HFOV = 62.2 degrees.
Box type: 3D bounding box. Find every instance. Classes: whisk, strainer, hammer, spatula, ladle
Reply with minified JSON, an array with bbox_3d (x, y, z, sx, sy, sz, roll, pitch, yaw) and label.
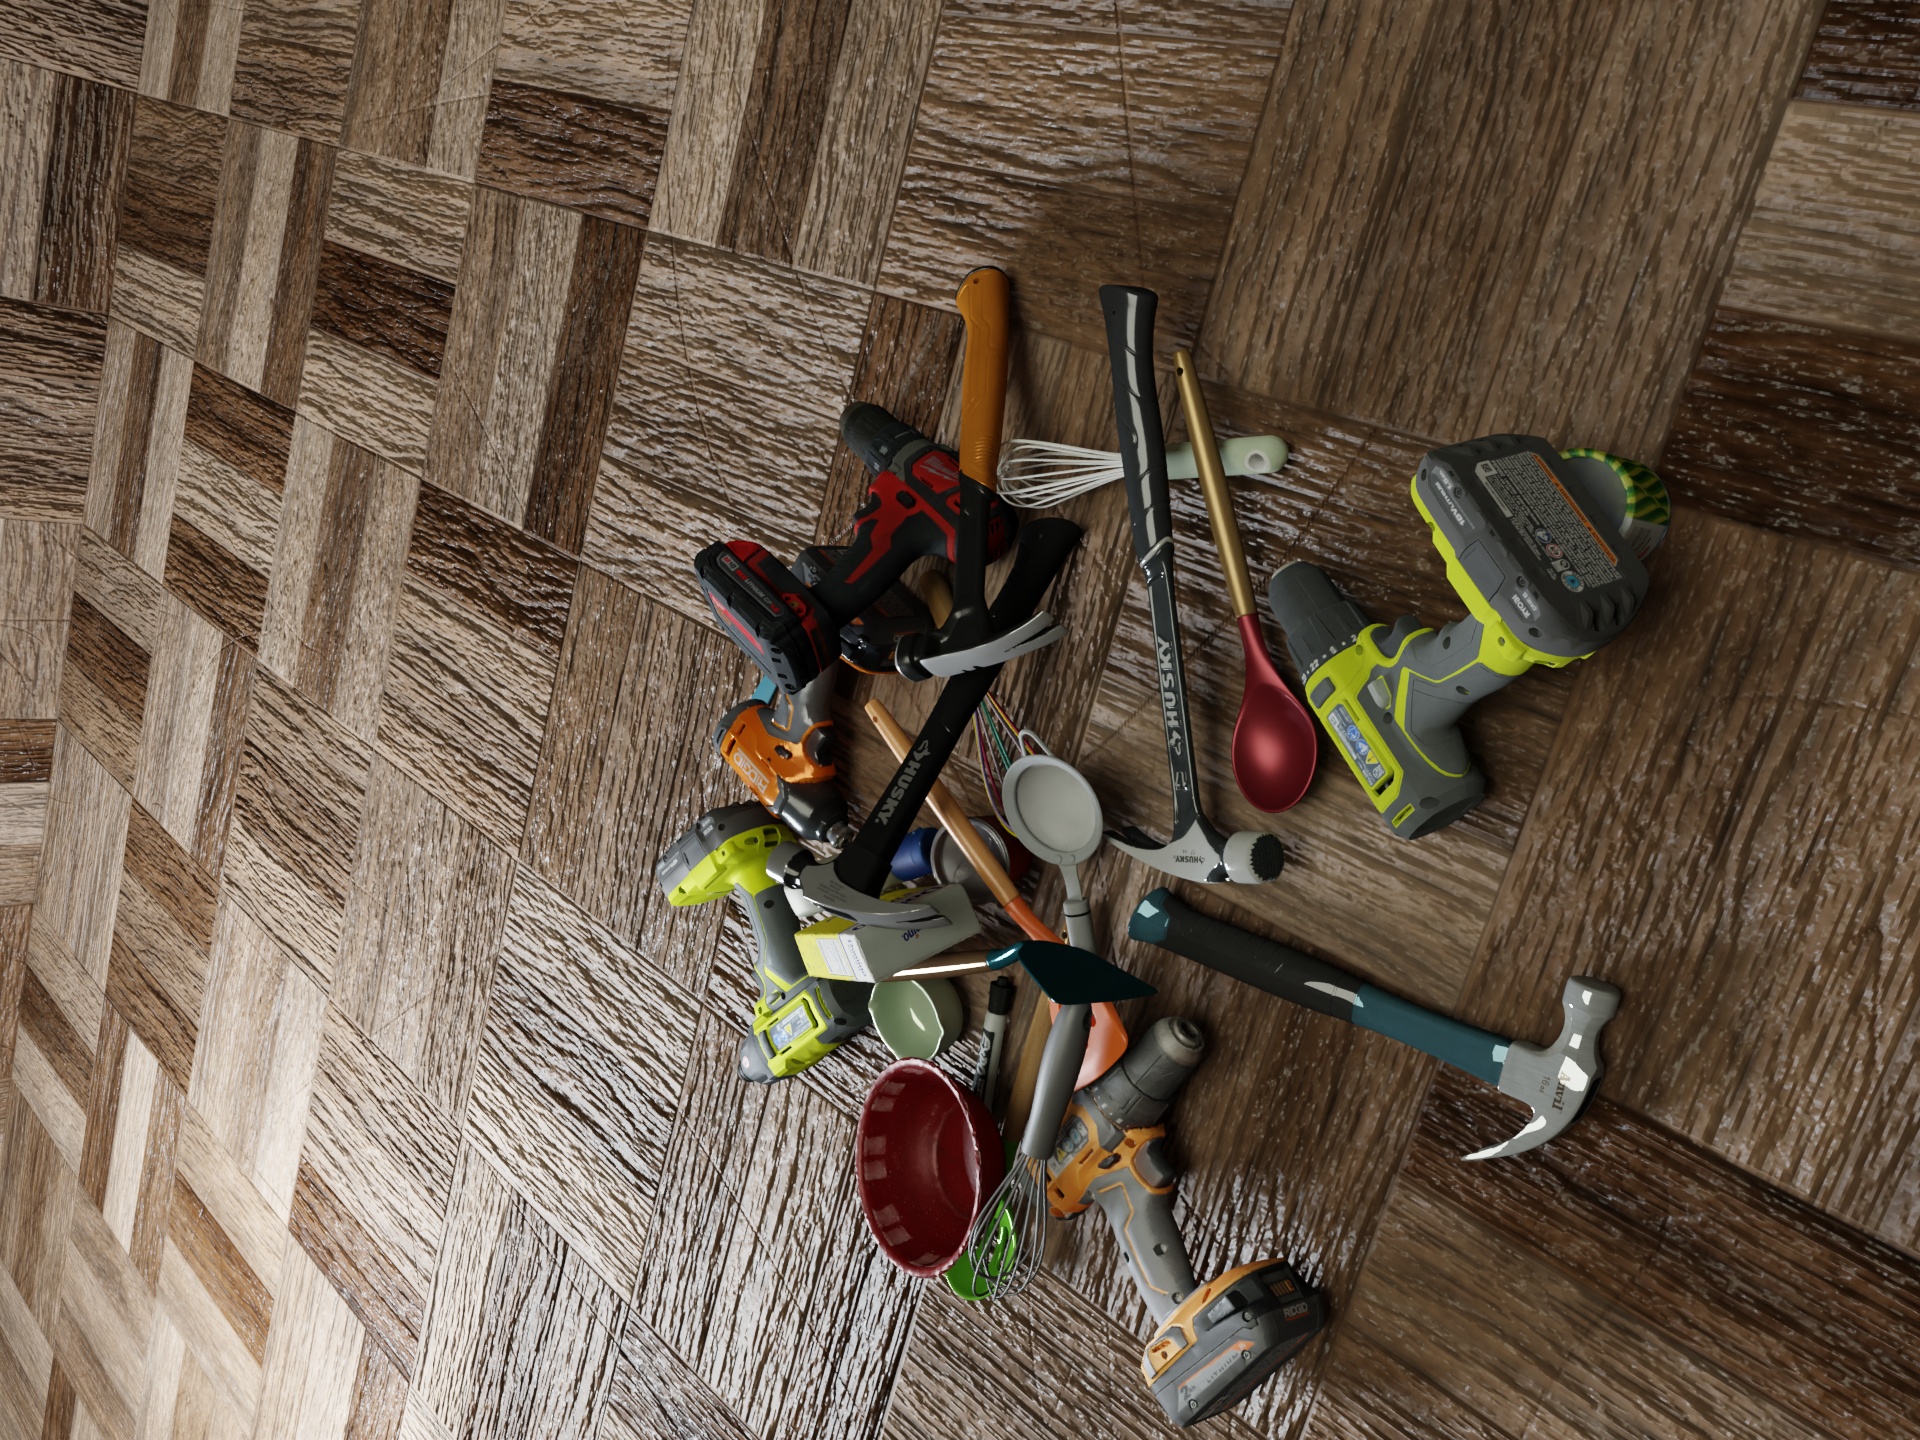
[{"bbox_3d":[0.051,0.298,1.105,0.055,0.055,0.239,25,106,39],"label":"whisk"},{"bbox_3d":[0.083,0.127,1.151,0.087,0.050,0.258,-3,101,41],"label":"strainer"},{"bbox_3d":[0.133,-0.093,1.080,0.149,0.036,0.409,-5,93,55],"label":"hammer"},{"bbox_3d":[0.018,0.115,1.154,0.323,0.041,0.081,54,134,15],"label":"spatula"},{"bbox_3d":[-0.002,-0.004,1.146,0.146,0.035,0.335,22,75,35],"label":"hammer"},{"bbox_3d":[0.020,-0.193,1.155,0.127,0.034,0.337,-14,60,32],"label":"hammer"},{"bbox_3d":[0.121,-0.183,1.132,0.246,0.059,0.057,3,129,38],"label":"whisk"},{"bbox_3d":[0.010,0.183,1.134,0.317,0.082,0.044,-18,75,56],"label":"spatula"},{"bbox_3d":[0.246,0.176,1.025,0.331,0.033,0.128,19,102,41],"label":"hammer"},{"bbox_3d":[0.183,-0.095,1.061,0.069,0.031,0.315,-15,87,44],"label":"ladle"},{"bbox_3d":[0.021,-0.014,1.229,0.047,0.051,0.245,-29,65,16],"label":"whisk"}]

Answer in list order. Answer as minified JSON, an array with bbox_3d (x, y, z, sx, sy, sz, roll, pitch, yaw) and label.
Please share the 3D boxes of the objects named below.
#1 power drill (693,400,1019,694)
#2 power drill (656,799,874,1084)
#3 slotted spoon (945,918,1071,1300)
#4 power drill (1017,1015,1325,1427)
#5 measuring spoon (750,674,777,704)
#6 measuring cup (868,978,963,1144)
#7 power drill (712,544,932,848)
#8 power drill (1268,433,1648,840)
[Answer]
[{"bbox_3d":[-0.092,-0.146,1.228,0.188,0.227,0.080,45,162,29],"label":"power drill"},{"bbox_3d":[-0.175,0.196,1.380,0.171,0.080,0.223,-41,67,37],"label":"power drill"},{"bbox_3d":[0.047,0.295,1.211,0.070,0.031,0.313,25,105,43],"label":"slotted spoon"},{"bbox_3d":[0.149,0.332,1.086,0.185,0.084,0.226,-55,52,27],"label":"power drill"},{"bbox_3d":[-0.174,-0.036,1.411,0.042,0.021,0.128,47,119,32],"label":"measuring spoon"},{"bbox_3d":[-0.028,0.274,1.279,0.083,0.038,0.167,9,111,41],"label":"measuring cup"},{"bbox_3d":[-0.111,-0.012,1.319,0.164,0.084,0.226,45,122,30],"label":"power drill"},{"bbox_3d":[0.272,-0.060,0.930,0.191,0.080,0.228,62,153,22],"label":"power drill"}]
